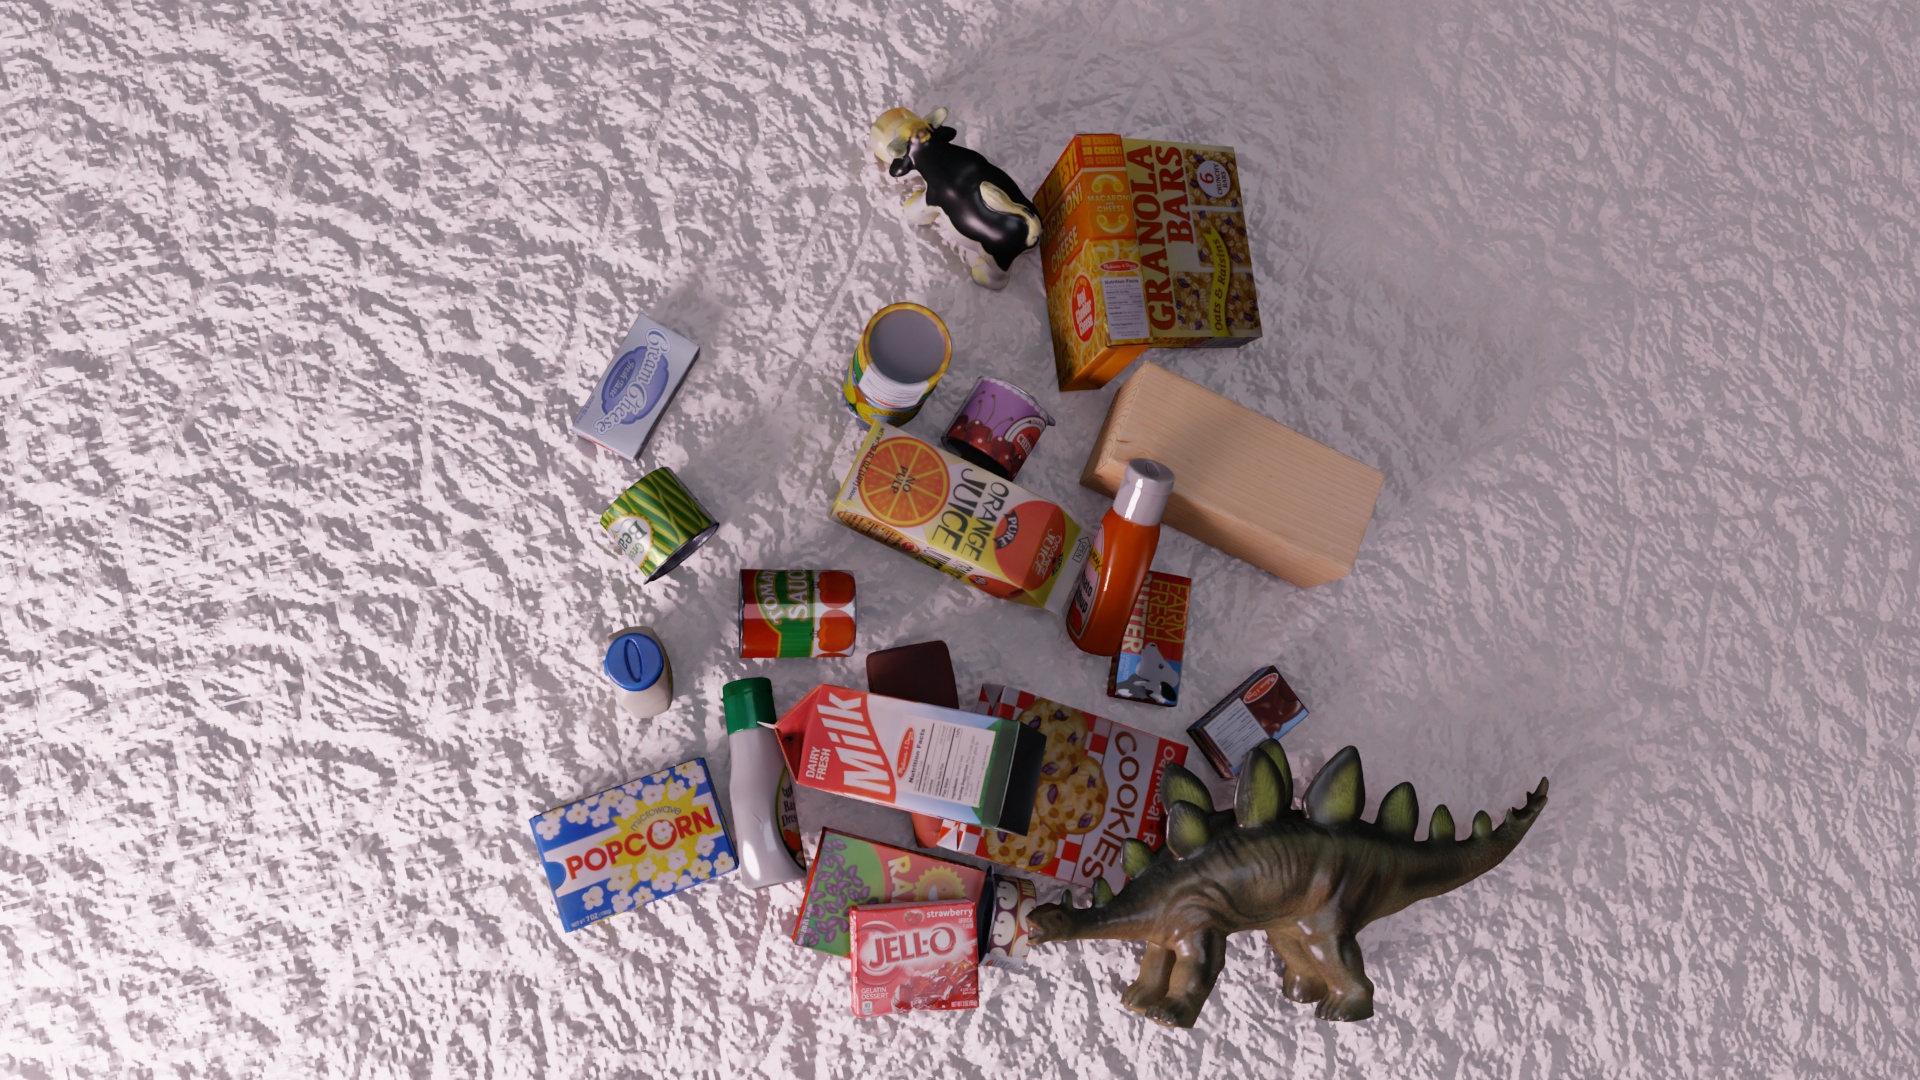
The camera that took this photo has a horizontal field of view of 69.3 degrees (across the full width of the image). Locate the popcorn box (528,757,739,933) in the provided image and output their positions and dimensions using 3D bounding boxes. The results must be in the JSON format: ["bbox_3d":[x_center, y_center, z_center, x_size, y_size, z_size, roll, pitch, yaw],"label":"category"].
[{"bbox_3d":[-0.231,0.215,0.990,0.127,0.038,0.085,-19,85,-13],"label":"popcorn box"}]

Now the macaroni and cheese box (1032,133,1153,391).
[{"bbox_3d":[0.101,-0.213,1.082,0.040,0.123,0.166,-5,81,-14],"label":"macaroni and cheese box"}]

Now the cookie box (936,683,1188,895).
[{"bbox_3d":[0.079,0.189,1.030,0.167,0.040,0.123,21,77,-22],"label":"cookie box"}]

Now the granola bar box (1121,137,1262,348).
[{"bbox_3d":[0.174,-0.240,1.132,0.124,0.039,0.165,-3,81,-24],"label":"granola bar box"}]

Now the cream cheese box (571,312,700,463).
[{"bbox_3d":[-0.244,-0.115,1.051,0.053,0.024,0.104,28,77,-6],"label":"cream cheese box"}]

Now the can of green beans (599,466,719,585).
[{"bbox_3d":[-0.220,-0.012,1.016,0.071,0.071,0.058,-41,89,-14],"label":"can of green beans"}]

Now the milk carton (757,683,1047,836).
[{"bbox_3d":[-0.044,0.149,0.968,0.190,0.072,0.073,8,77,21],"label":"milk carton"}]

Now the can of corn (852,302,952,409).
[{"bbox_3d":[-0.042,-0.137,1.014,0.071,0.058,0.071,2,81,-11],"label":"can of corn"}]

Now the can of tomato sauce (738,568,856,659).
[{"bbox_3d":[-0.121,0.053,1.022,0.083,0.071,0.071,0,81,-11],"label":"can of tomato sauce"}]

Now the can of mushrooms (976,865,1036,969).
[{"bbox_3d":[0.031,0.275,1.014,0.033,0.071,0.071,12,79,-9],"label":"can of mushrooms"}]

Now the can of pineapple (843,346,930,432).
[{"bbox_3d":[-0.055,-0.122,1.070,0.071,0.057,0.071,2,81,-10],"label":"can of pineapple"}]

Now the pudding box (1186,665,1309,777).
[{"bbox_3d":[0.226,0.143,1.091,0.084,0.030,0.049,-37,88,-14],"label":"pudding box"}]

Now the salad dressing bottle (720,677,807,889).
[{"bbox_3d":[-0.144,0.174,1.003,0.044,0.064,0.148,-13,75,6],"label":"salad dressing bottle"}]

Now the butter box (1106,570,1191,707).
[{"bbox_3d":[0.149,0.076,1.092,0.053,0.024,0.103,10,79,-9],"label":"butter box"}]

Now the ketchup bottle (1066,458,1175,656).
[{"bbox_3d":[0.121,0.011,1.039,0.043,0.065,0.148,12,118,-10],"label":"ketchup bottle"}]

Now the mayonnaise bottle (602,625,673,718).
[{"bbox_3d":[-0.221,0.088,0.956,0.041,0.148,0.065,-13,84,-12],"label":"mayonnaise bottle"}]

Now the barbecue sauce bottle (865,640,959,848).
[{"bbox_3d":[-0.028,0.152,1.036,0.065,0.043,0.148,-10,83,-10],"label":"barbecue sauce bottle"}]

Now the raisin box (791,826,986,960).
[{"bbox_3d":[-0.052,0.267,1.013,0.123,0.040,0.086,16,78,-7],"label":"raisin box"}]

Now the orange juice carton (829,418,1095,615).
[{"bbox_3d":[0.004,-0.013,1.055,0.193,0.073,0.072,25,77,-6],"label":"orange juice carton"}]

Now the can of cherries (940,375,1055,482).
[{"bbox_3d":[0.029,-0.084,1.074,0.071,0.071,0.058,33,77,-4],"label":"can of cherries"}]
